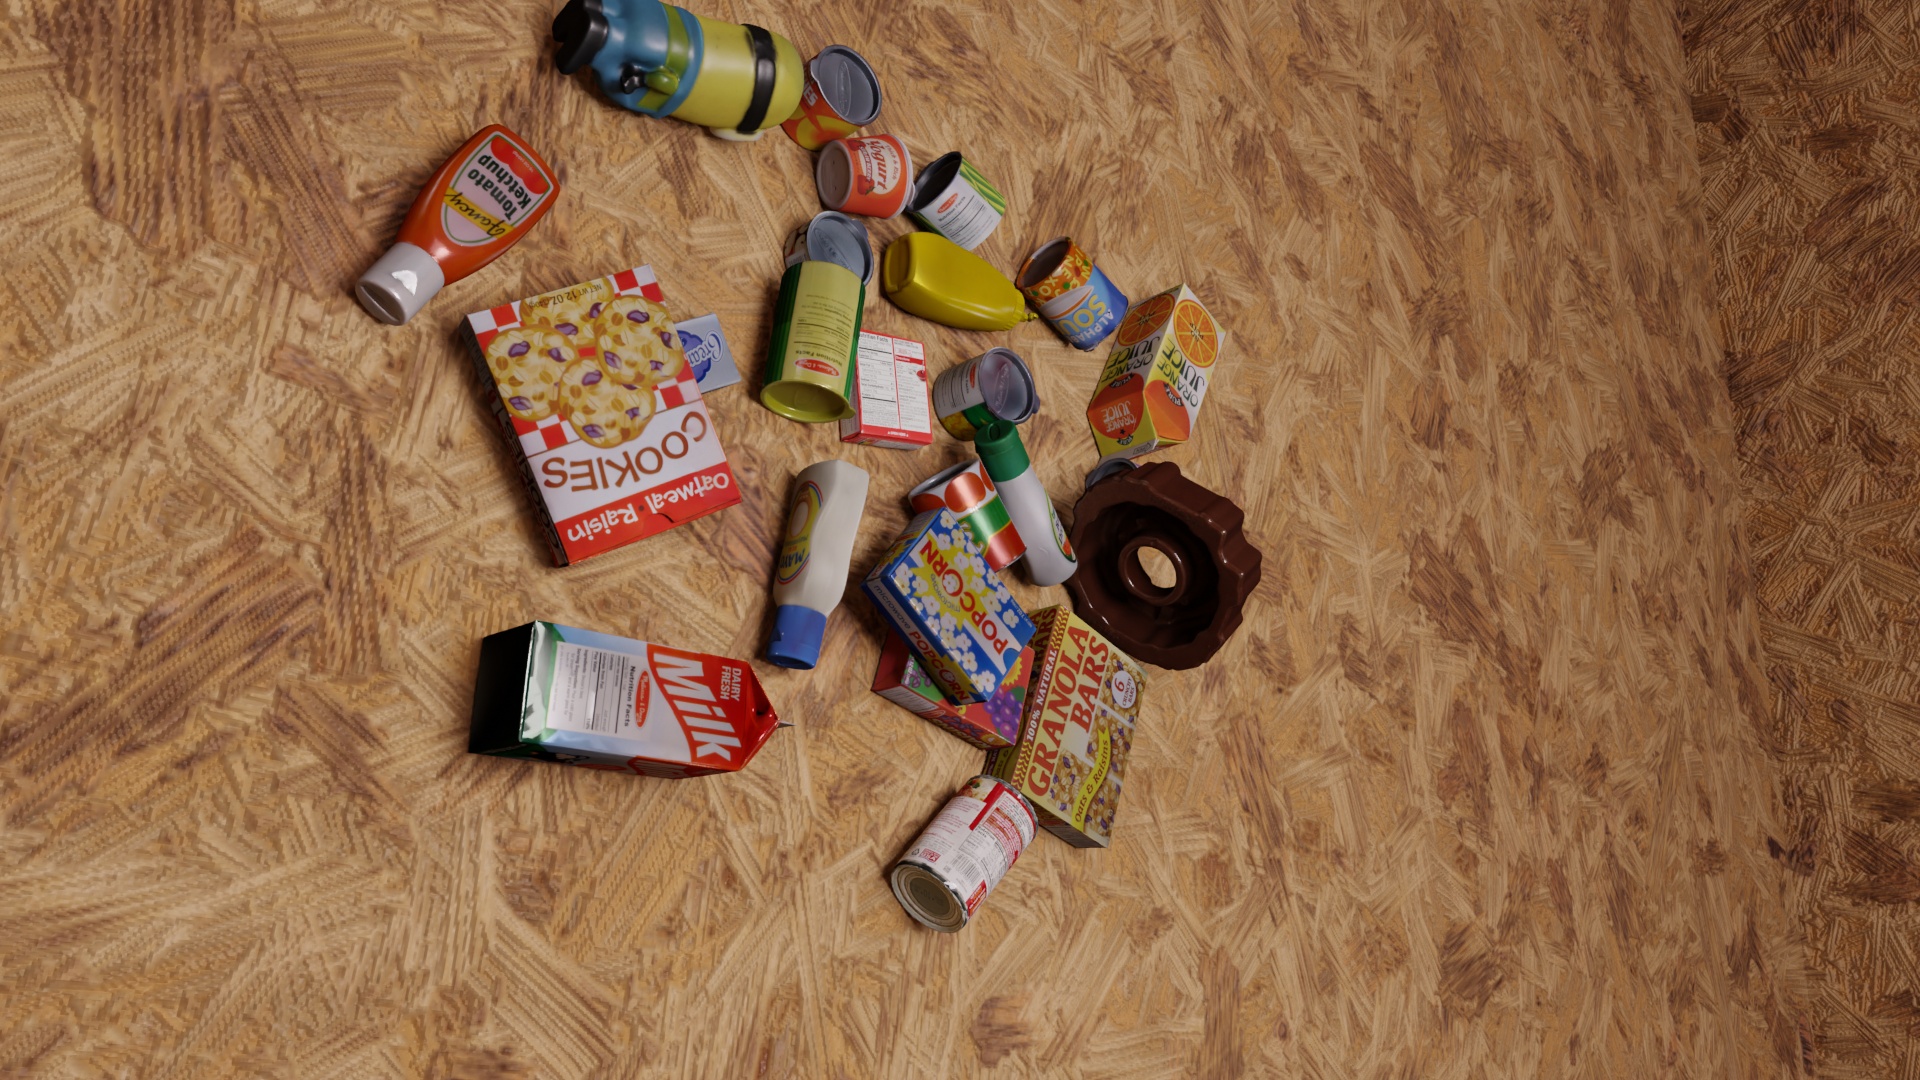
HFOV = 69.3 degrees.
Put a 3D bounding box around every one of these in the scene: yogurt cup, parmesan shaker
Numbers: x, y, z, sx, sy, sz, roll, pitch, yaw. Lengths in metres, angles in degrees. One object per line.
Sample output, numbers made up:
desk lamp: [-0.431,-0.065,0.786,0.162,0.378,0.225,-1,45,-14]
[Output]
yogurt cup: [-0.079,-0.292,1.112,0.054,0.072,0.072,-9,85,-37]
parmesan shaker: [-0.106,-0.147,1.039,0.071,0.071,0.103,25,61,-37]

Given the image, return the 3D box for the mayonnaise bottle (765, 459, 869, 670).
mayonnaise bottle: [-0.106,0.017,0.997,0.041,0.064,0.148,25,65,-34]

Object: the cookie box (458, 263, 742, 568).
cookie box: [-0.230,-0.080,0.895,0.123,0.040,0.167,-23,95,-27]

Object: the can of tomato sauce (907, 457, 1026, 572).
can of tomato sauce: [0.004,-0.014,1.107,0.071,0.071,0.083,-38,104,-43]

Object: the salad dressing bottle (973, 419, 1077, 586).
salad dressing bottle: [0.053,-0.030,1.147,0.064,0.044,0.147,-96,164,-57]

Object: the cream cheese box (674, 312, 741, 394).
cream cheese box: [-0.205,-0.121,0.966,0.104,0.024,0.053,-26,99,-45]

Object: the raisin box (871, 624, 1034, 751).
raisin box: [-0.004,0.102,1.086,0.123,0.040,0.086,32,57,-32]

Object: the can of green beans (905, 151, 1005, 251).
can of green beans: [-0.004,-0.286,1.180,0.057,0.071,0.071,39,54,-31]

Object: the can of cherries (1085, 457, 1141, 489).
can of cherries: [0.156,-0.038,1.263,0.058,0.071,0.071,18,66,-40]

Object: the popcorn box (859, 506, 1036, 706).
popcorn box: [-0.008,0.050,1.042,0.126,0.038,0.085,53,47,-17]

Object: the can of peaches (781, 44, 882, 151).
can of peaches: [-0.107,-0.352,1.104,0.071,0.058,0.071,14,70,-41]

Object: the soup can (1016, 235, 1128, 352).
soup can: [0.101,-0.223,1.262,0.083,0.071,0.072,41,53,-28]

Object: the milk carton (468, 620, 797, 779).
milk carton: [-0.199,0.107,0.872,0.190,0.072,0.073,16,67,-39]

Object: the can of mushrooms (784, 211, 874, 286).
can of mushrooms: [-0.102,-0.222,1.089,0.071,0.033,0.071,14,68,-40]

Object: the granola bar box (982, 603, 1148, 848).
granola bar box: [0.089,0.156,1.159,0.124,0.039,0.166,38,55,-31]

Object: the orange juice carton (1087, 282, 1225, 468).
orange juice carton: [0.181,-0.146,1.314,0.073,0.071,0.194,43,52,-26]

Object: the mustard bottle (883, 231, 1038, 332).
mustard bottle: [0.007,-0.209,1.180,0.160,0.048,0.065,16,68,-41]

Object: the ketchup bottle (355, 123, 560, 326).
ketchup bottle: [-0.316,-0.194,0.867,0.064,0.043,0.149,47,51,-25]

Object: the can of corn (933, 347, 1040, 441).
can of corn: [0.022,-0.120,1.161,0.071,0.058,0.071,15,68,-41]
